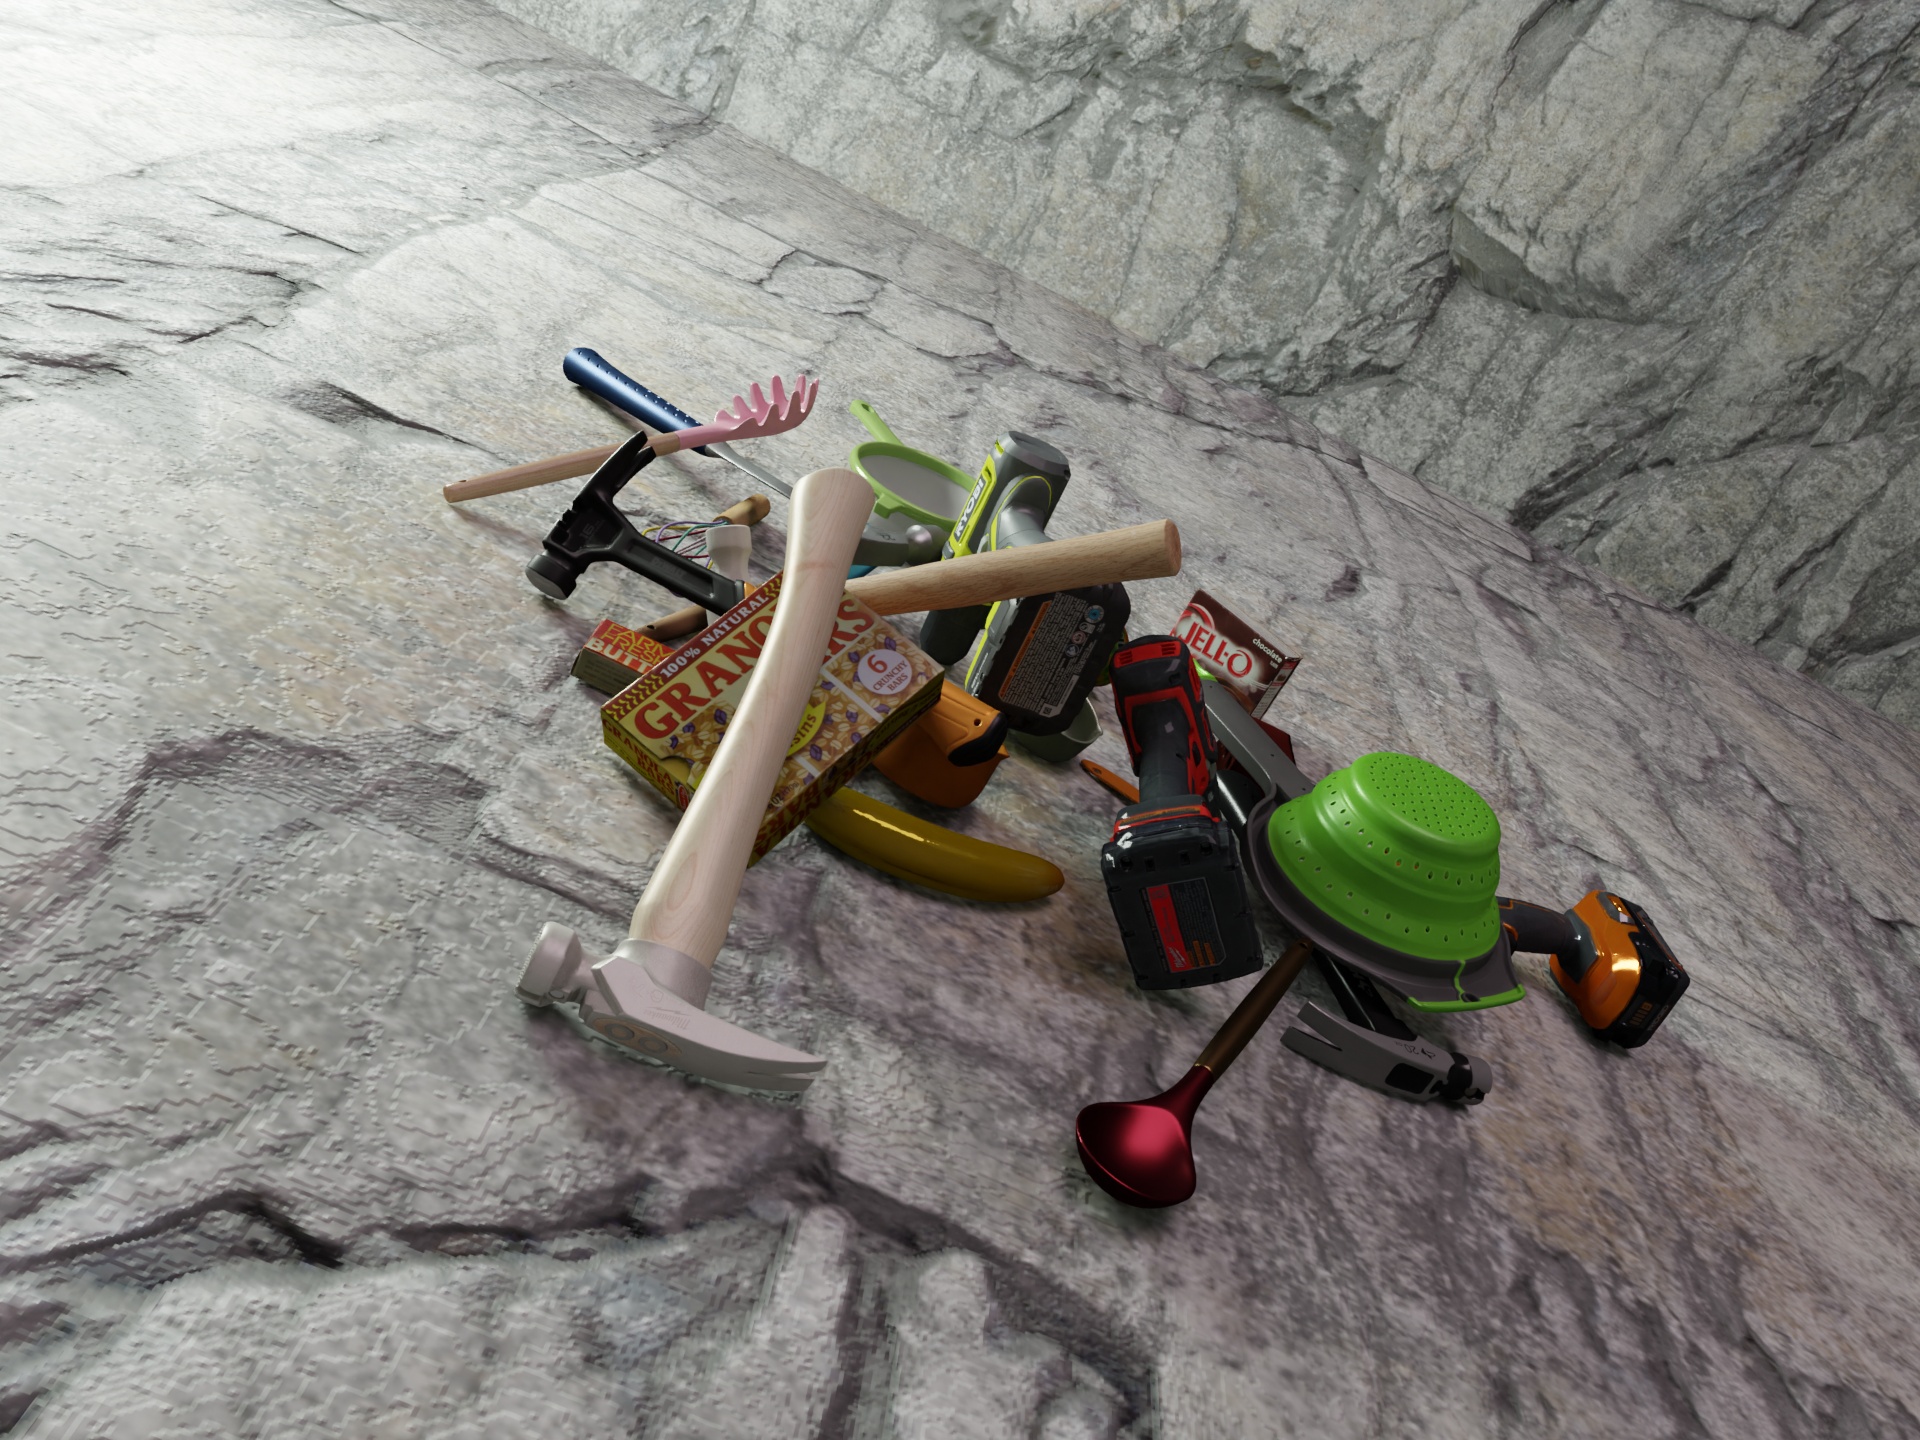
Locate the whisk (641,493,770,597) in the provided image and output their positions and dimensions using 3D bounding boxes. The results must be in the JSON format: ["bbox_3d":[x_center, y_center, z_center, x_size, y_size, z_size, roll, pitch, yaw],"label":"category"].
[{"bbox_3d":[-0.192,-0.148,1.232,0.047,0.051,0.245,23,21,3],"label":"whisk"}]

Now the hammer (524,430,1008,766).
[{"bbox_3d":[-0.115,-0.069,1.029,0.337,0.127,0.034,28,-17,16],"label":"hammer"}]

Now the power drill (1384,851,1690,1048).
[{"bbox_3d":[0.433,0.172,1.222,0.226,0.084,0.164,19,26,-9],"label":"power drill"}]

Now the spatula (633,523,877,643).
[{"bbox_3d":[-0.149,-0.104,1.187,0.082,0.044,0.317,26,24,15],"label":"spatula"}]

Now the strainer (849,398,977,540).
[{"bbox_3d":[-0.061,-0.216,1.468,0.151,0.069,0.257,8,30,-33],"label":"strainer"}]

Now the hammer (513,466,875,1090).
[{"bbox_3d":[-0.098,0.004,0.865,0.146,0.038,0.411,24,47,-10],"label":"hammer"}]

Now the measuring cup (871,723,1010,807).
[{"bbox_3d":[-0.009,0.018,1.098,0.095,0.052,0.173,32,9,11],"label":"measuring cup"}]

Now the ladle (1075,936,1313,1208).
[{"bbox_3d":[0.147,0.190,0.908,0.069,0.031,0.315,36,31,16],"label":"ladle"}]

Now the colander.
[{"bbox_3d":[0.272,0.040,1.165,0.204,0.094,0.398,0,36,-31],"label":"colander"}]

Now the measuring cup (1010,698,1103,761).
[{"bbox_3d":[0.069,-0.029,1.244,0.083,0.038,0.168,36,30,-18],"label":"measuring cup"}]

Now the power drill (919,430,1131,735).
[{"bbox_3d":[0.034,-0.087,1.160,0.080,0.190,0.229,17,25,-21],"label":"power drill"}]

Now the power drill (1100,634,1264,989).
[{"bbox_3d":[0.145,0.074,1.046,0.080,0.187,0.227,-12,34,12],"label":"power drill"}]

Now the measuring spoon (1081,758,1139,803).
[{"bbox_3d":[0.136,0.064,1.205,0.117,0.011,0.021,35,25,23],"label":"measuring spoon"}]

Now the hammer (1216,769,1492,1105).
[{"bbox_3d":[0.244,0.138,1.140,0.146,0.035,0.335,18,26,-24],"label":"hammer"}]

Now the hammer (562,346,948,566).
[{"bbox_3d":[-0.197,-0.220,1.304,0.406,0.035,0.144,33,25,31],"label":"hammer"}]

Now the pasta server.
[{"bbox_3d":[-0.239,-0.212,1.197,0.316,0.040,0.060,-22,29,-35],"label":"pasta server"}]

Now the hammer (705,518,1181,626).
[{"bbox_3d":[-0.019,-0.085,1.037,0.331,0.130,0.031,-7,-4,23],"label":"hammer"}]
